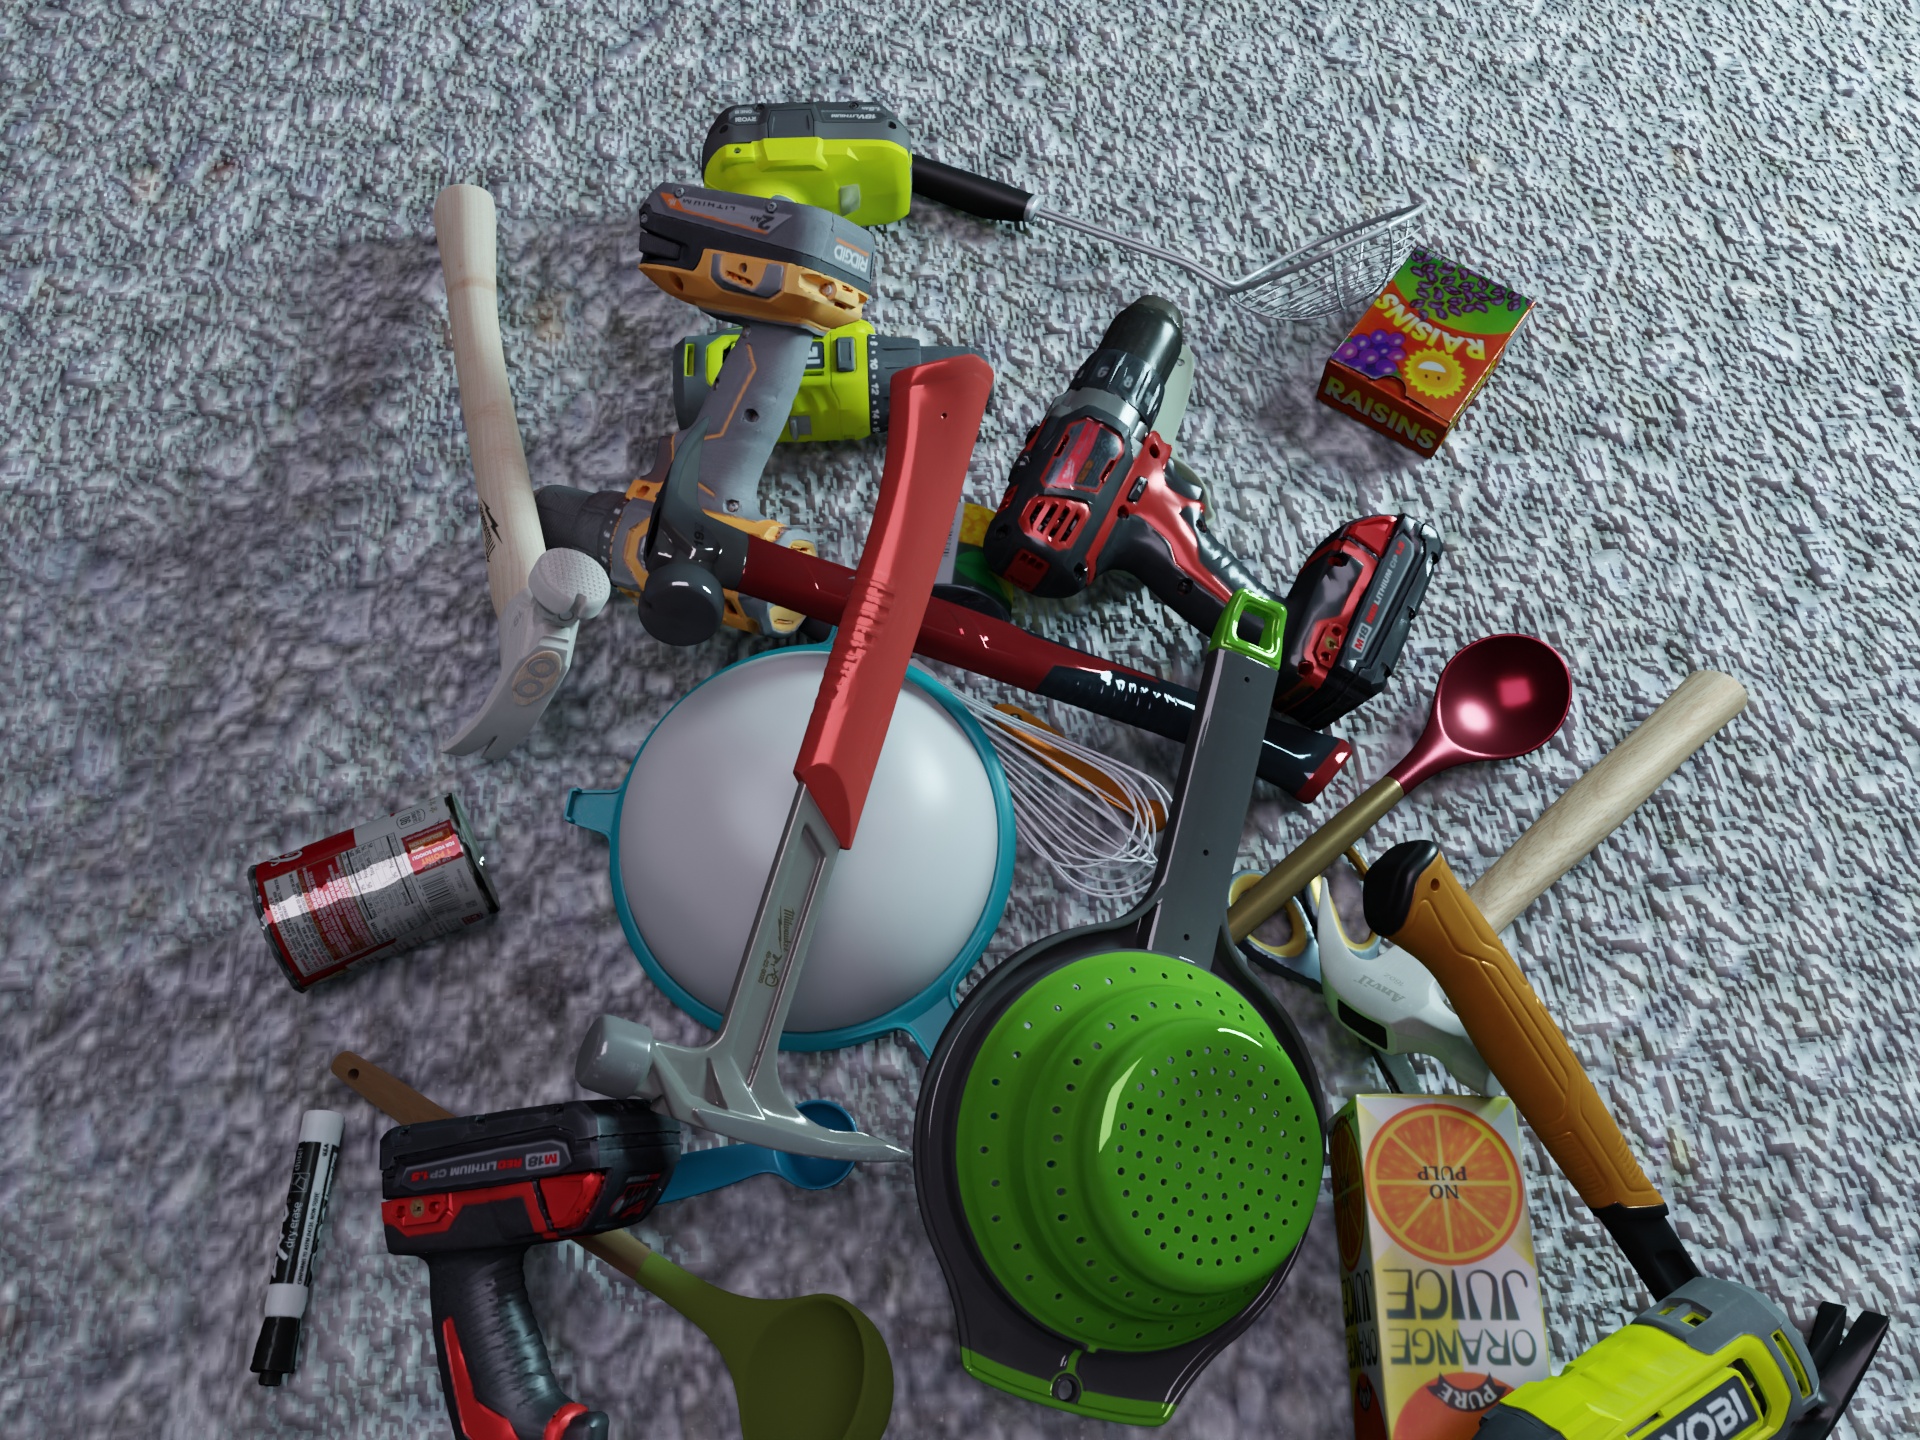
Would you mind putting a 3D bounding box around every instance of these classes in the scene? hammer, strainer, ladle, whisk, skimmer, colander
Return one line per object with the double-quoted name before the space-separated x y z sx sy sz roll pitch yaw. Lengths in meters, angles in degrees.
"hammer" 0.305 0.061 0.817 0.331 0.031 0.130 -33 39 -29
"strainer" -0.045 0.101 0.756 0.211 0.095 0.341 -35 73 -4
"hammer" -0.278 -0.170 0.926 0.038 0.146 0.411 11 44 -36
"hammer" 0.281 0.186 0.687 0.127 0.034 0.336 -40 100 -22
"hammer" 0.029 -0.042 0.813 0.386 0.038 0.143 18 39 -19
"ladle" 0.213 0.050 0.838 0.315 0.031 0.069 -35 73 -24
"whisk" -0.001 -0.004 0.862 0.285 0.070 0.070 37 66 21
"ladle" -0.169 0.235 0.724 0.320 0.062 0.078 28 80 16
"hammer" -0.042 0.008 0.704 0.149 0.037 0.359 22 78 -22
"skimmer" 0.110 -0.341 1.028 0.363 0.090 0.127 22 31 13
"colander" 0.111 0.113 0.720 0.204 0.094 0.397 21 72 -14

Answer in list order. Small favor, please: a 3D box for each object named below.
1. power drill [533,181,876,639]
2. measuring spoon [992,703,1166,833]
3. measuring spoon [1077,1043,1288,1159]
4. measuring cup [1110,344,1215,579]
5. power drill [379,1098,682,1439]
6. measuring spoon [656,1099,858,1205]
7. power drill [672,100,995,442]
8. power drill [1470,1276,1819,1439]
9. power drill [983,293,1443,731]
"power drill" -0.150 -0.173 0.880 0.185 0.084 0.226 16 98 23
"measuring spoon" 0.065 0.023 0.870 0.117 0.011 0.021 35 66 16
"measuring spoon" 0.117 0.186 0.780 0.124 0.018 0.034 21 63 8
"measuring cup" 0.117 -0.156 0.957 0.083 0.038 0.168 13 60 5
"power drill" -0.167 0.273 0.658 0.143 0.078 0.220 -11 75 14
"measuring spoon" -0.110 0.214 0.762 0.128 0.021 0.042 -14 65 1
"power drill" -0.079 -0.274 0.993 0.190 0.080 0.229 -3 64 -2
"power drill" 0.284 0.356 0.614 0.171 0.080 0.223 -25 88 -15
"power drill" 0.143 -0.117 0.875 0.226 0.080 0.188 28 70 -3
